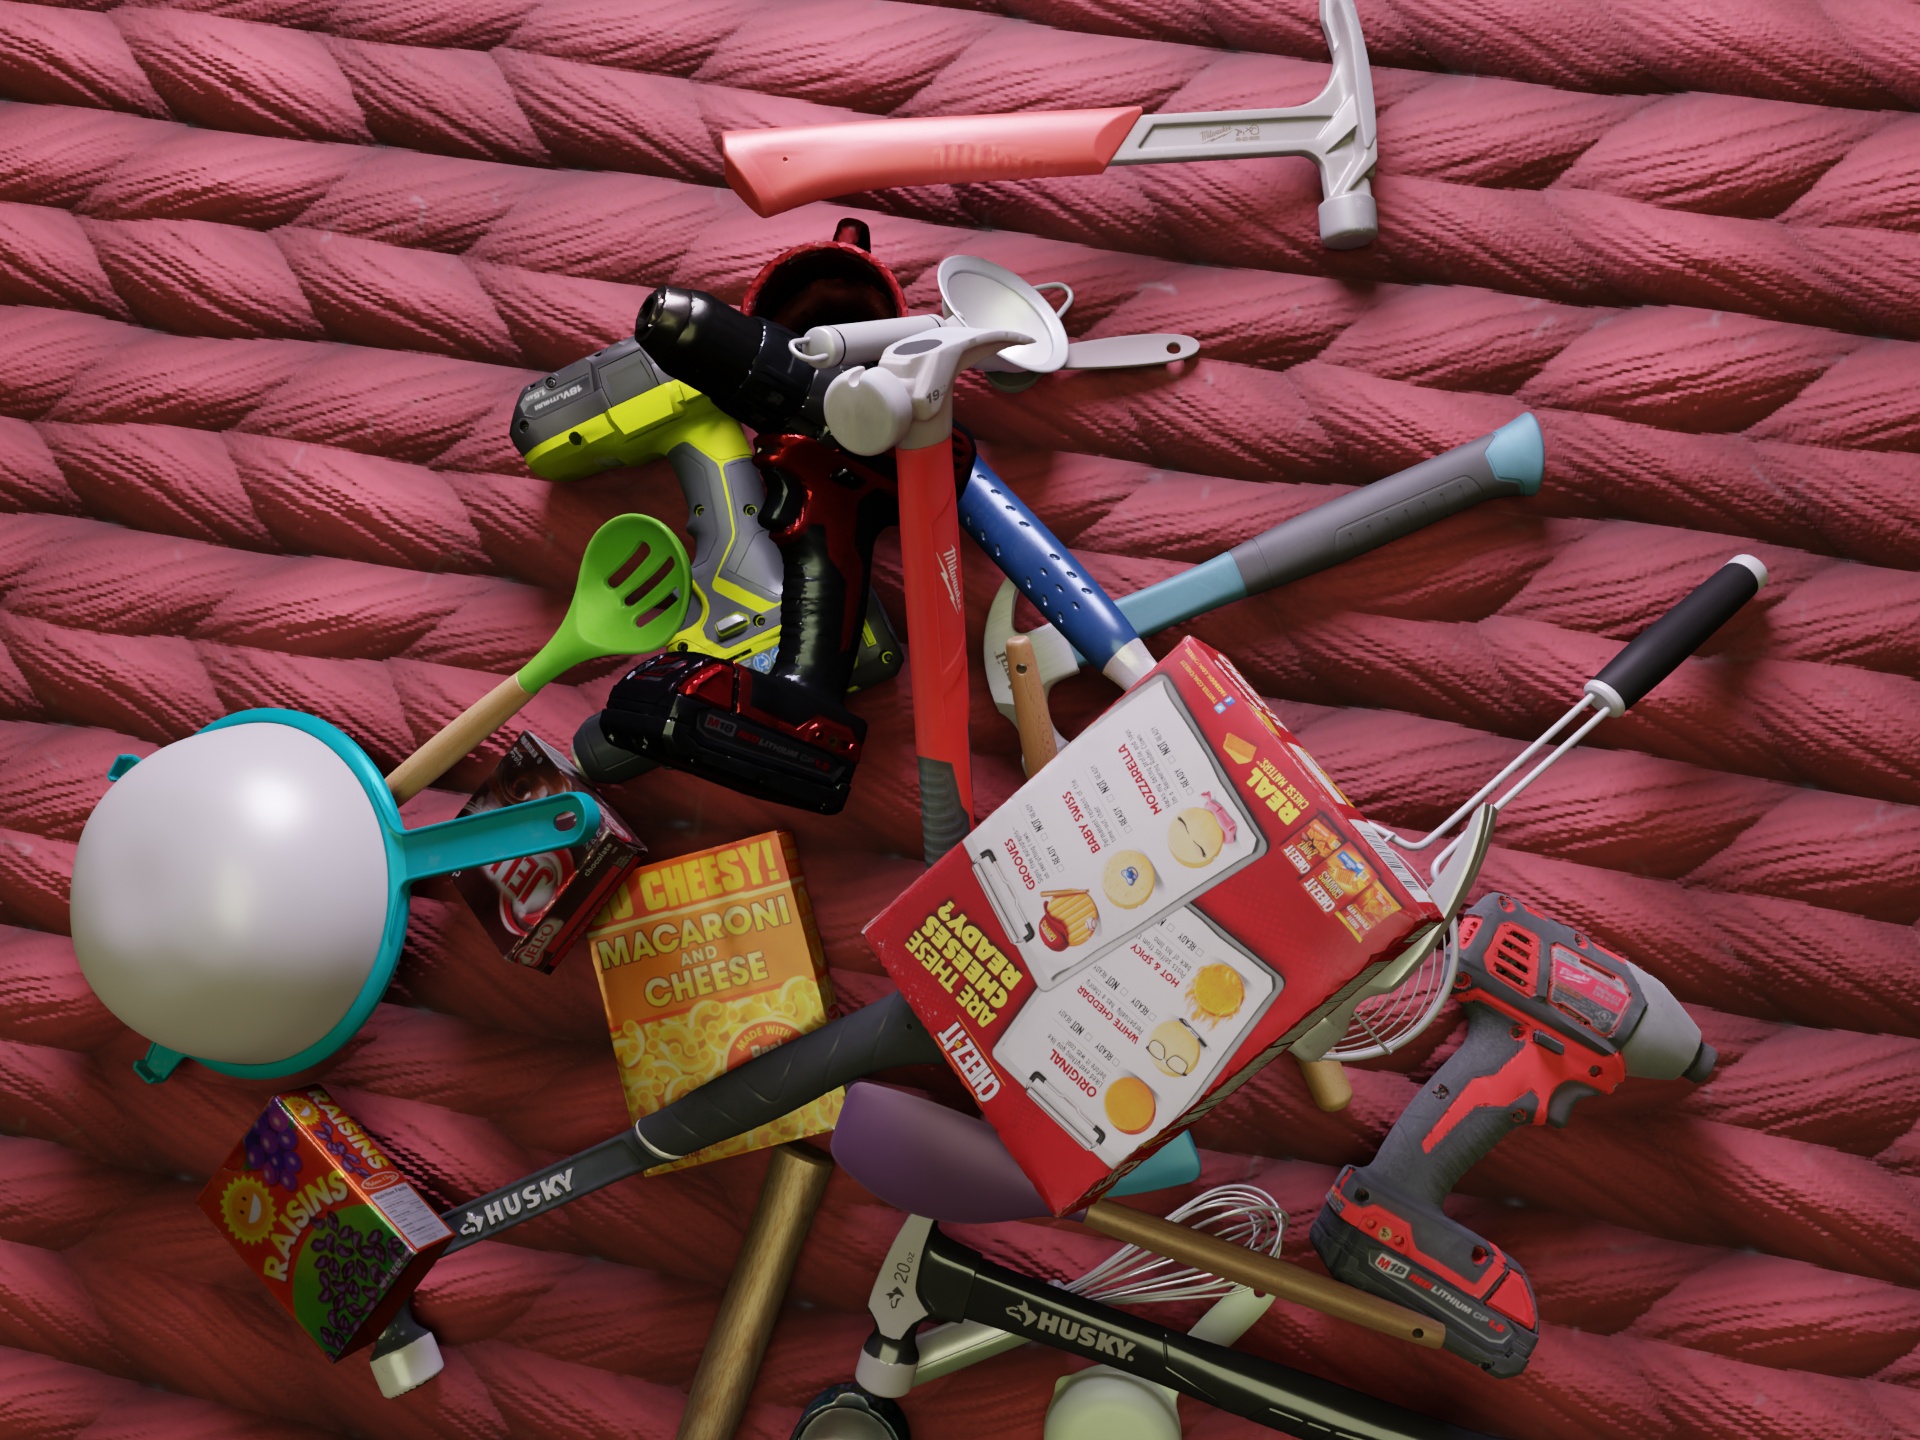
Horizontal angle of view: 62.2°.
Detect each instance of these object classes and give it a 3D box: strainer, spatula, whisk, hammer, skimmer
[{"bbox_3d":[-0.014,-0.199,0.820,0.087,0.258,0.050,50,123,7],"label":"strainer"},{"bbox_3d":[0.086,0.254,0.792,0.316,0.018,0.060,18,98,4],"label":"spatula"},{"bbox_3d":[0.063,0.313,0.864,0.246,0.059,0.058,-25,47,8],"label":"whisk"},{"bbox_3d":[0.094,-0.029,0.812,0.144,0.035,0.406,-46,64,13],"label":"hammer"},{"bbox_3d":[-0.180,0.228,0.858,0.409,0.036,0.149,-27,82,16],"label":"hammer"},{"bbox_3d":[0.051,-0.323,0.867,0.359,0.036,0.149,-6,87,-7],"label":"hammer"},{"bbox_3d":[0.286,0.034,0.838,0.363,0.090,0.127,-37,76,-16],"label":"skimmer"},{"bbox_3d":[0.167,-0.085,0.881,0.331,0.033,0.128,-23,86,4],"label":"hammer"},{"bbox_3d":[0.119,0.326,0.816,0.335,0.035,0.146,16,98,9],"label":"hammer"},{"bbox_3d":[-0.139,0.396,0.886,0.130,0.031,0.331,20,89,7],"label":"hammer"},{"bbox_3d":[-0.357,0.082,0.850,0.340,0.095,0.211,-13,81,21],"label":"strainer"},{"bbox_3d":[-0.001,-0.003,0.815,0.038,0.143,0.386,11,119,27],"label":"hammer"},{"bbox_3d":[0.153,0.100,0.860,0.051,0.047,0.245,-23,93,18],"label":"whisk"},{"bbox_3d":[0.062,0.108,0.845,0.082,0.044,0.317,-10,109,8],"label":"spatula"}]

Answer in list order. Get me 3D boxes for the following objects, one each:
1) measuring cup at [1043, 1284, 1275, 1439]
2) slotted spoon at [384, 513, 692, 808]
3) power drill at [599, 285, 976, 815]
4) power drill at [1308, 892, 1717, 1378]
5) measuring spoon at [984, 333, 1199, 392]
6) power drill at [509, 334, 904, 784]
[{"bbox_3d":[0.113,0.361,0.858,0.083,0.038,0.167,44,94,6],"label":"measuring cup"},{"bbox_3d":[-0.256,-0.009,0.875,0.313,0.031,0.070,-35,85,23],"label":"slotted spoon"},{"bbox_3d":[-0.101,-0.084,0.782,0.187,0.080,0.227,24,80,-34],"label":"power drill"},{"bbox_3d":[0.289,0.216,0.833,0.143,0.078,0.220,29,87,7],"label":"power drill"},{"bbox_3d":[0.074,-0.204,0.907,0.124,0.018,0.034,-6,66,-1],"label":"measuring spoon"},{"bbox_3d":[-0.160,-0.089,0.892,0.190,0.080,0.228,-24,88,3],"label":"power drill"}]
